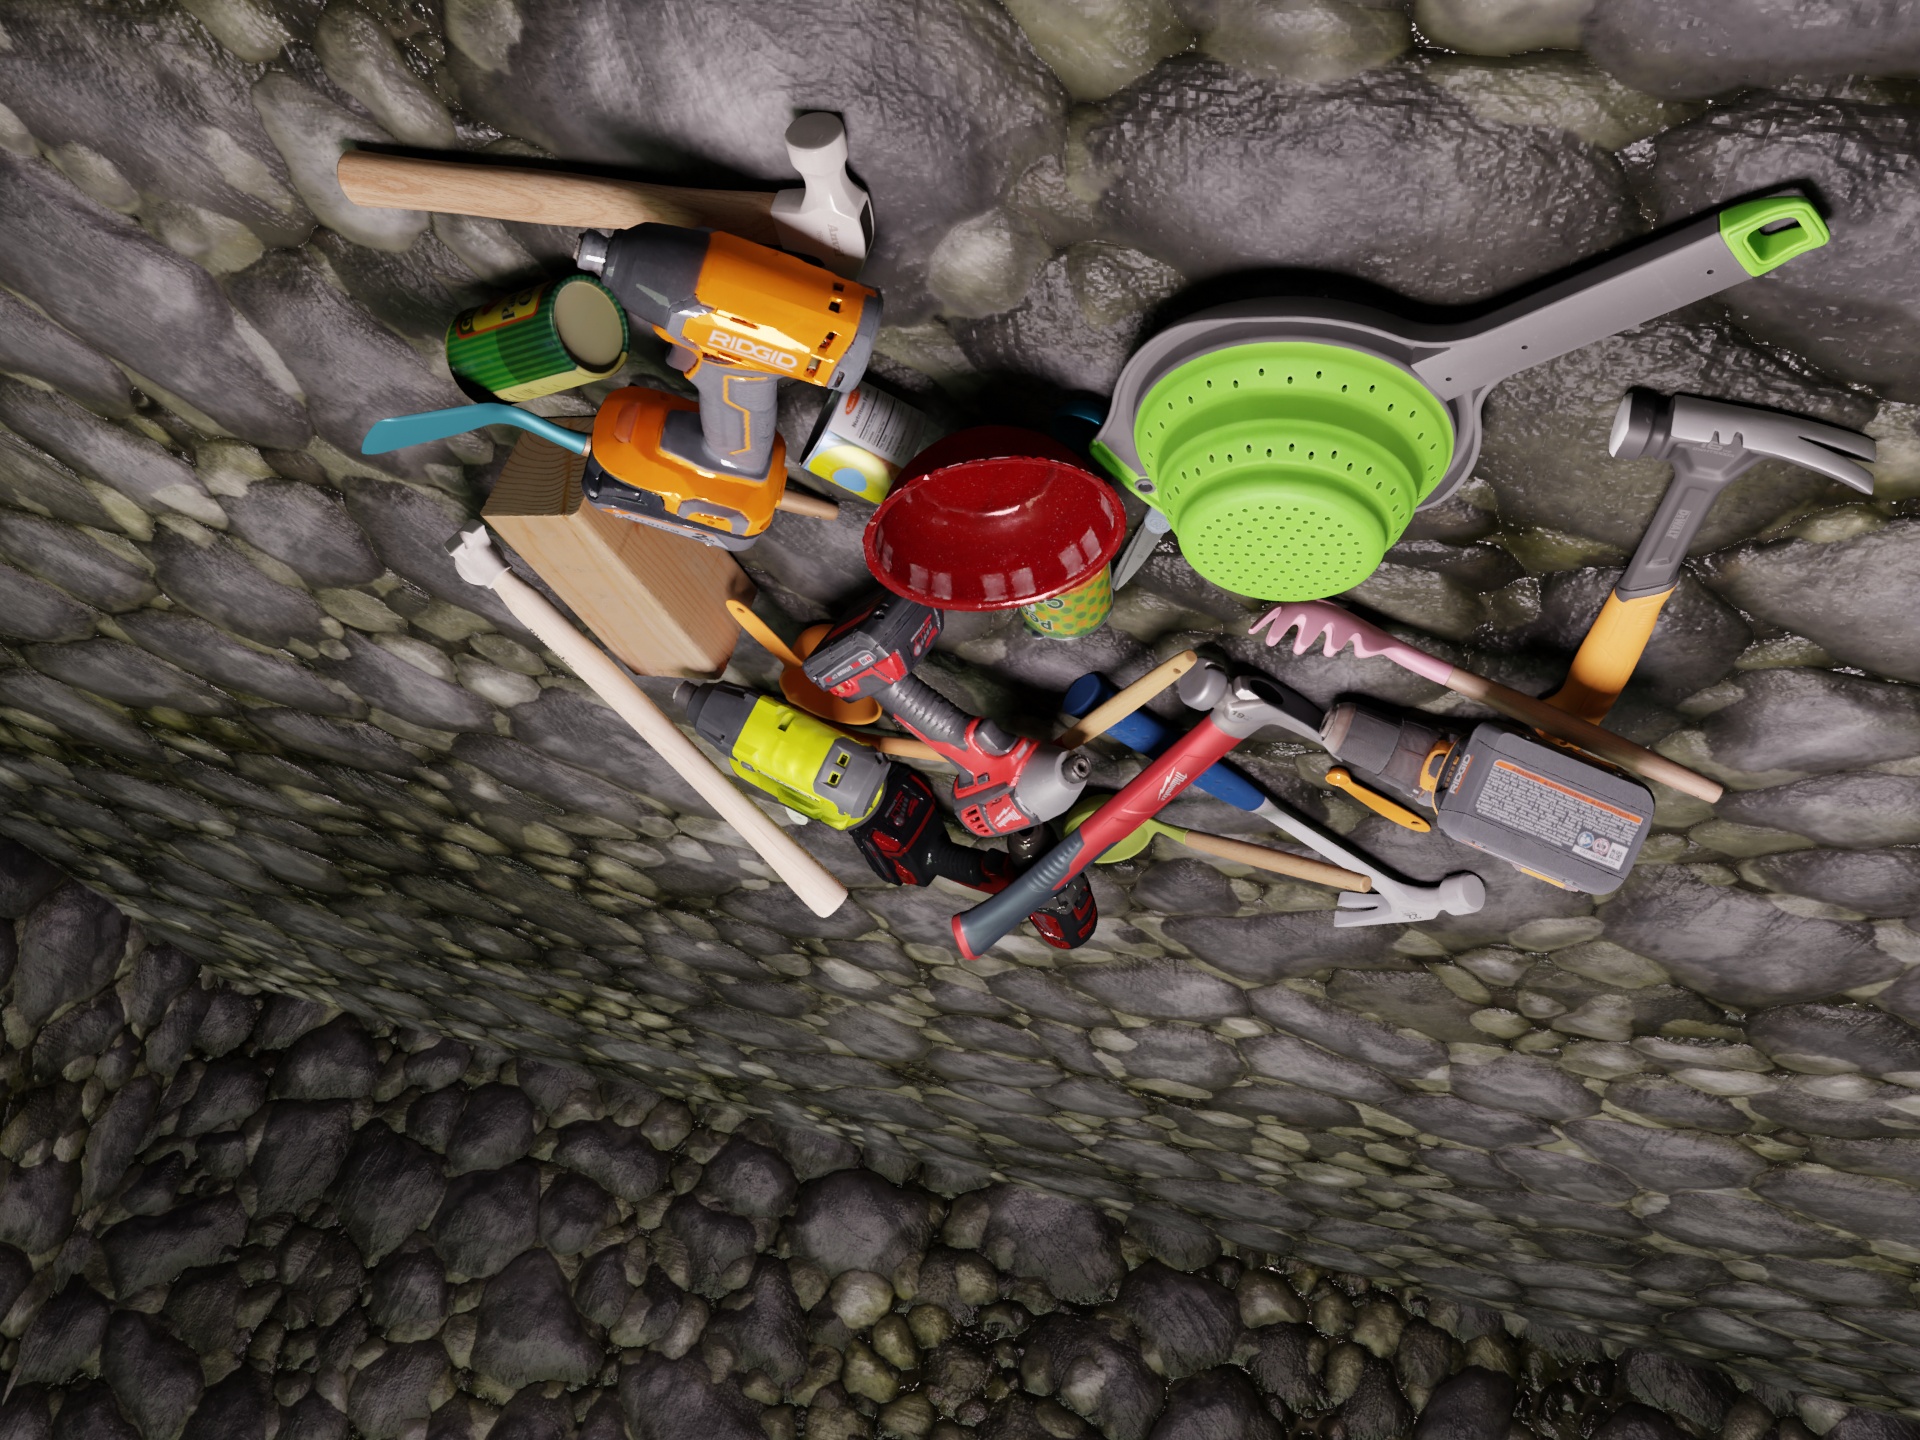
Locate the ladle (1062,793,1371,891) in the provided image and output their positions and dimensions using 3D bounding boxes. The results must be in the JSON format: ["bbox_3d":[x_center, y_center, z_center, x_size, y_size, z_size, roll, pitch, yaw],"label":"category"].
[{"bbox_3d":[0.203,0.112,1.311,0.078,0.062,0.320,36,166,-35],"label":"ladle"}]

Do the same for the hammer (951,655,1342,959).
[{"bbox_3d":[0.127,0.093,1.276,0.143,0.038,0.386,23,133,-26],"label":"hammer"}]

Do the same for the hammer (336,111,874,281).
[{"bbox_3d":[-0.206,-0.294,0.907,0.331,0.031,0.129,10,152,16],"label":"hammer"}]

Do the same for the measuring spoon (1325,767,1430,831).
[{"bbox_3d":[0.338,0.063,1.279,0.116,0.011,0.021,28,152,-26],"label":"measuring spoon"}]

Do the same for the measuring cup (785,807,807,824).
[{"bbox_3d":[-0.158,0.055,1.538,0.083,0.038,0.167,15,155,7],"label":"measuring cup"}]

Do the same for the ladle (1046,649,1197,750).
[{"bbox_3d":[0.095,0.007,1.221,0.069,0.031,0.315,30,151,-12],"label":"ladle"}]

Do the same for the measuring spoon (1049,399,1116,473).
[{"bbox_3d":[0.072,-0.168,1.000,0.042,0.021,0.128,21,163,0],"label":"measuring spoon"}]

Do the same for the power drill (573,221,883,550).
[{"bbox_3d":[-0.155,-0.197,0.924,0.164,0.084,0.226,16,152,-16],"label":"power drill"}]

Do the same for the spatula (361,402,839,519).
[{"bbox_3d":[-0.229,-0.168,1.063,0.317,0.044,0.082,12,168,-26],"label":"spatula"}]

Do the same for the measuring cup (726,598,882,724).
[{"bbox_3d":[-0.122,-0.063,1.273,0.095,0.052,0.173,-4,145,39],"label":"measuring cup"}]

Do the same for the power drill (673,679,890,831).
[{"bbox_3d":[-0.138,0.025,1.290,0.171,0.080,0.223,26,173,4],"label":"power drill"}]

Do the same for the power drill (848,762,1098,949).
[{"bbox_3d":[0.012,0.117,1.443,0.227,0.080,0.187,20,156,28],"label":"power drill"}]

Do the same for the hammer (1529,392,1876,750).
[{"bbox_3d":[0.412,-0.069,0.952,0.127,0.034,0.336,14,153,11],"label":"hammer"}]

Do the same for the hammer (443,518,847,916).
[{"bbox_3d":[-0.239,0.004,1.235,0.410,0.038,0.146,45,170,-9],"label":"hammer"}]

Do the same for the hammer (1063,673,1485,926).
[{"bbox_3d":[0.248,0.075,1.324,0.405,0.035,0.144,31,151,-24],"label":"hammer"}]

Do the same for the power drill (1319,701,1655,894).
[{"bbox_3d":[0.344,0.039,1.070,0.185,0.084,0.226,23,-175,3],"label":"power drill"}]

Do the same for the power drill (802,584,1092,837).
[{"bbox_3d":[-0.002,-0.004,1.213,0.219,0.078,0.143,46,147,-15],"label":"power drill"}]

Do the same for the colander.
[{"bbox_3d":[0.235,-0.148,0.819,0.204,0.095,0.397,31,148,-34],"label":"colander"}]

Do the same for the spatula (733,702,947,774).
[{"bbox_3d":[-0.050,0.028,1.409,0.322,0.041,0.081,7,115,15],"label":"spatula"}]

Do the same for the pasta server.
[{"bbox_3d":[0.344,-0.012,1.046,0.316,0.040,0.060,25,-179,8],"label":"pasta server"}]
